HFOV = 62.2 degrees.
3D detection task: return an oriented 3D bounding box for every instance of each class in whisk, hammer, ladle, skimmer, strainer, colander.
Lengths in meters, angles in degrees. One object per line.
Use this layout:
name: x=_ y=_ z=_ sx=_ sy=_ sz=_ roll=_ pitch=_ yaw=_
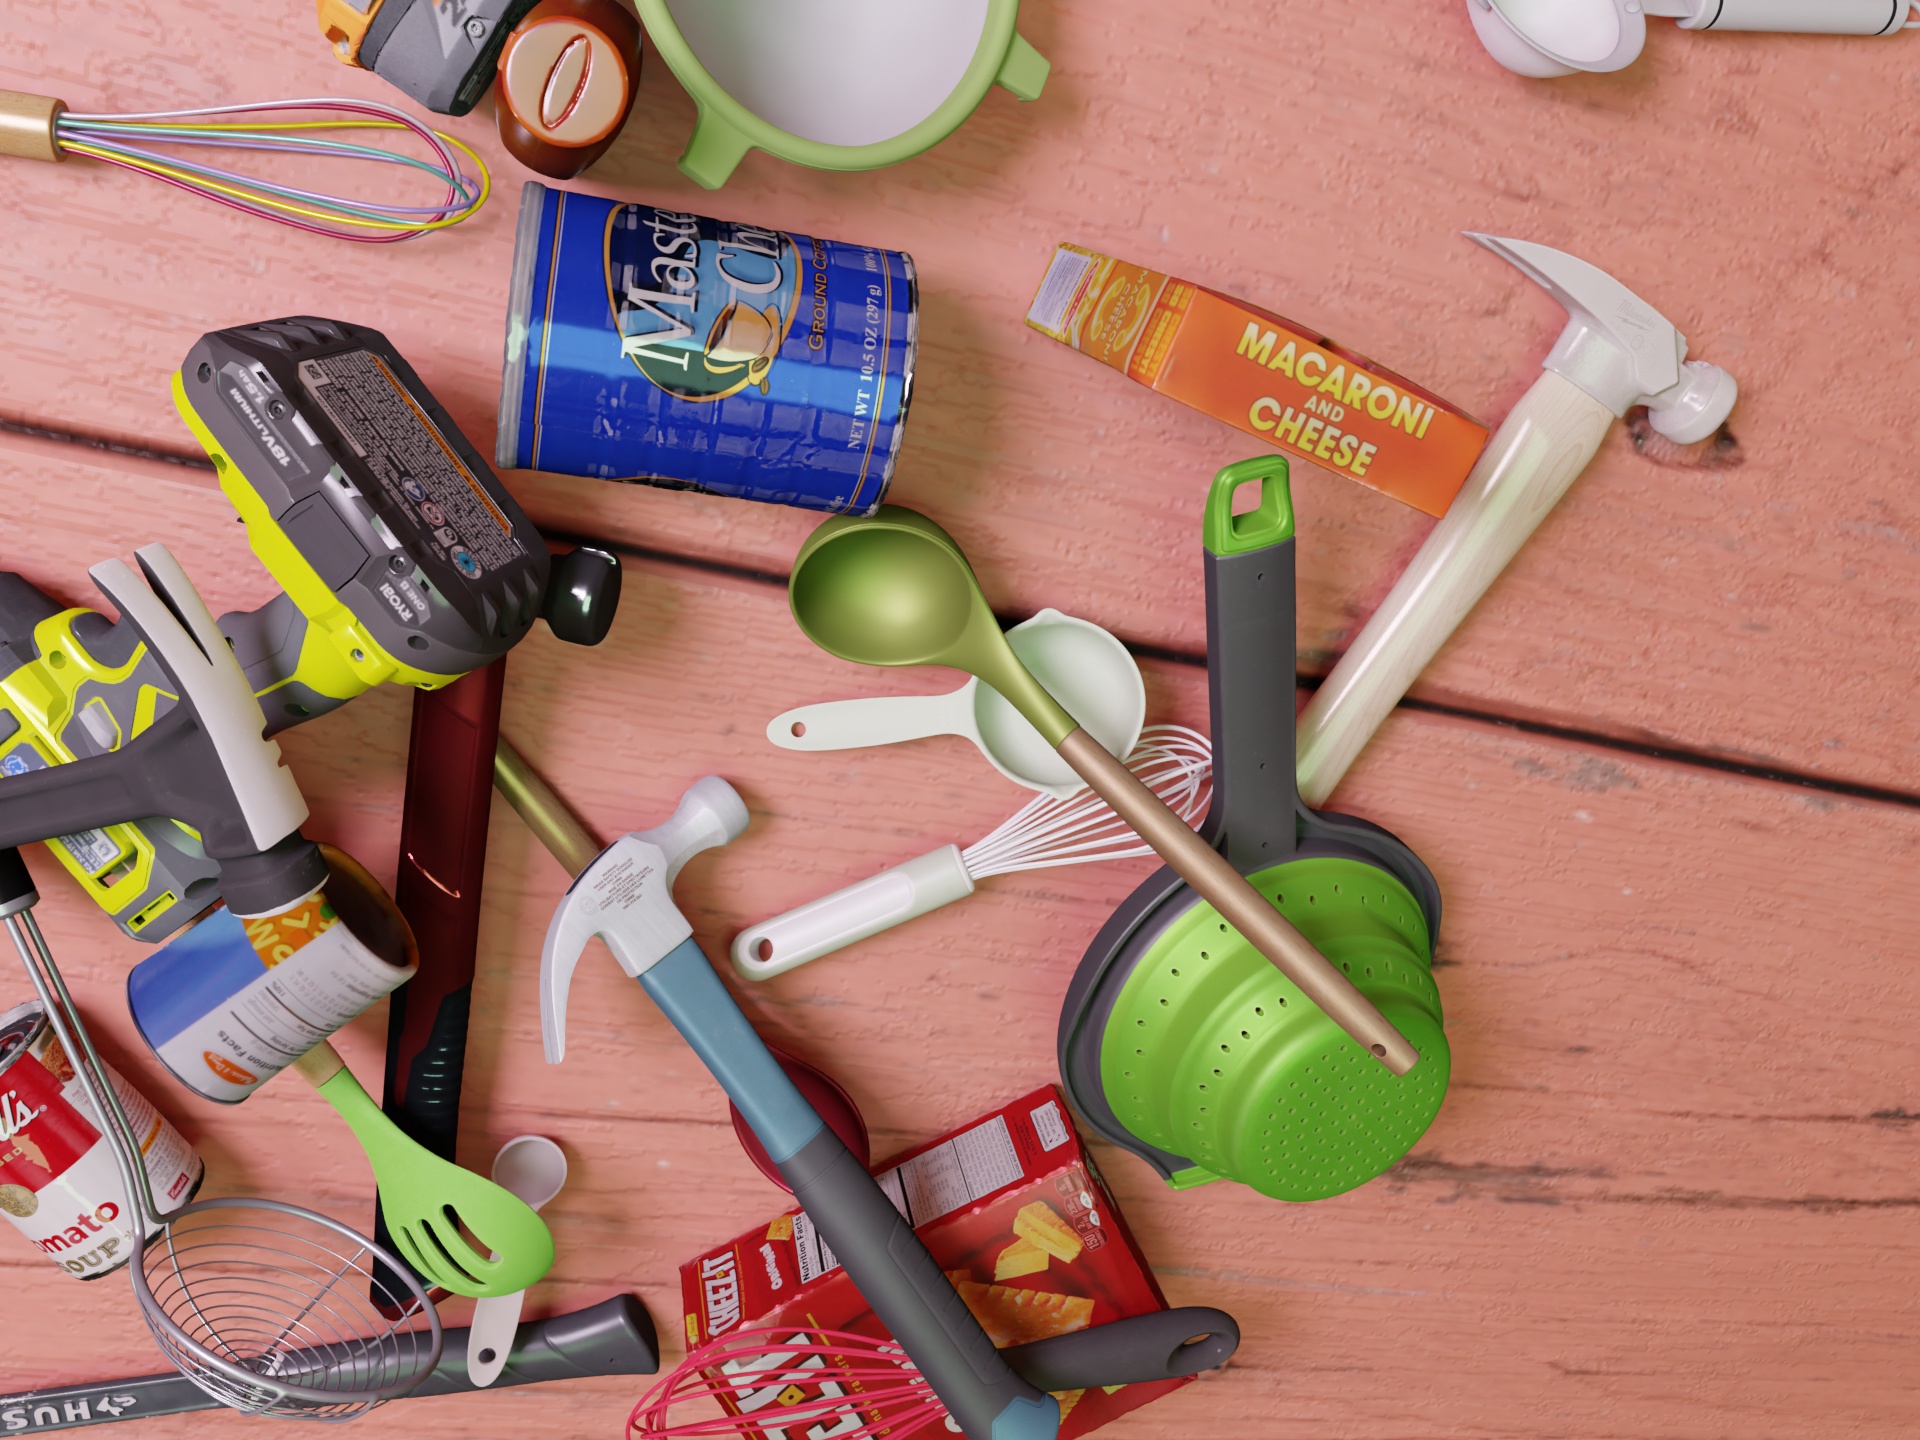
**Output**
whisk: x=0.008 y=0.065 z=0.728 sx=0.246 sy=0.059 sz=0.058 roll=-23 pitch=78 yaw=1
hammer: x=-0.391 y=0.036 z=0.566 sx=0.337 sy=0.034 sz=0.127 roll=-12 pitch=109 yaw=16
whisk: x=-0.005 y=0.306 z=0.737 sx=0.295 sy=0.073 sz=0.073 roll=-2 pitch=112 yaw=-17
ladle: x=-0.138 y=0.103 z=0.718 sx=0.069 sy=0.031 sz=0.315 roll=-24 pitch=114 yaw=24
skimmer: x=-0.322 y=0.118 z=0.633 sx=0.090 sy=0.127 sz=0.363 roll=-22 pitch=99 yaw=-2
hammer: x=-0.350 y=0.320 z=0.753 sx=0.409 sy=0.036 sz=0.149 roll=-2 pitch=113 yaw=-12
ladle: x=0.056 y=0.030 z=0.640 sx=0.320 sy=0.062 sz=0.078 roll=44 pitch=130 yaw=10
whisk: x=-0.292 y=-0.206 z=0.560 sx=0.245 sy=0.051 sz=0.047 roll=6 pitch=89 yaw=-11
hammer: x=0.181 y=-0.019 z=0.739 sx=0.146 sy=0.038 sz=0.410 roll=28 pitch=103 yaw=-20
strainer: x=0.296 y=-0.293 z=0.655 sx=0.258 sy=0.050 sz=0.087 roll=-6 pitch=69 yaw=-16
hammer: x=-0.060 y=0.192 z=0.687 sx=0.128 sy=0.033 sz=0.331 roll=-37 pitch=96 yaw=-25
hammer: x=-0.240 y=0.095 z=0.679 sx=0.143 sy=0.038 sz=0.386 roll=13 pitch=112 yaw=1
colander: x=0.146 y=0.082 z=0.690 sx=0.204 sy=0.095 sz=0.396 roll=-16 pitch=123 yaw=-13
strainer: x=-0.072 y=-0.317 z=0.545 sx=0.151 sy=0.069 sz=0.256 roll=-26 pitch=110 yaw=-24

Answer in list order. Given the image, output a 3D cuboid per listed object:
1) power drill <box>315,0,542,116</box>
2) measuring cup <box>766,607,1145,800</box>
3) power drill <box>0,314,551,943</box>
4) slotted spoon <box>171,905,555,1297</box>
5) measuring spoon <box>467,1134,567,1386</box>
power drill: x=-0.224 y=-0.323 z=0.505 sx=0.226 sy=0.084 sz=0.164 roll=33 pitch=100 yaw=-18
measuring cup: x=-0.001 y=-0.002 z=0.706 sx=0.167 sy=0.038 sz=0.083 roll=-6 pitch=88 yaw=9
power drill: x=-0.275 y=-0.038 z=0.573 sx=0.223 sy=0.080 sz=0.171 roll=-32 pitch=100 yaw=21
slotted spoon: x=-0.283 y=0.131 z=0.666 sx=0.070 sy=0.031 sz=0.313 roll=-31 pitch=102 yaw=23
measuring spoon: x=-0.214 y=0.254 z=0.753 sx=0.034 sy=0.018 sz=0.124 roll=13 pitch=94 yaw=-16
